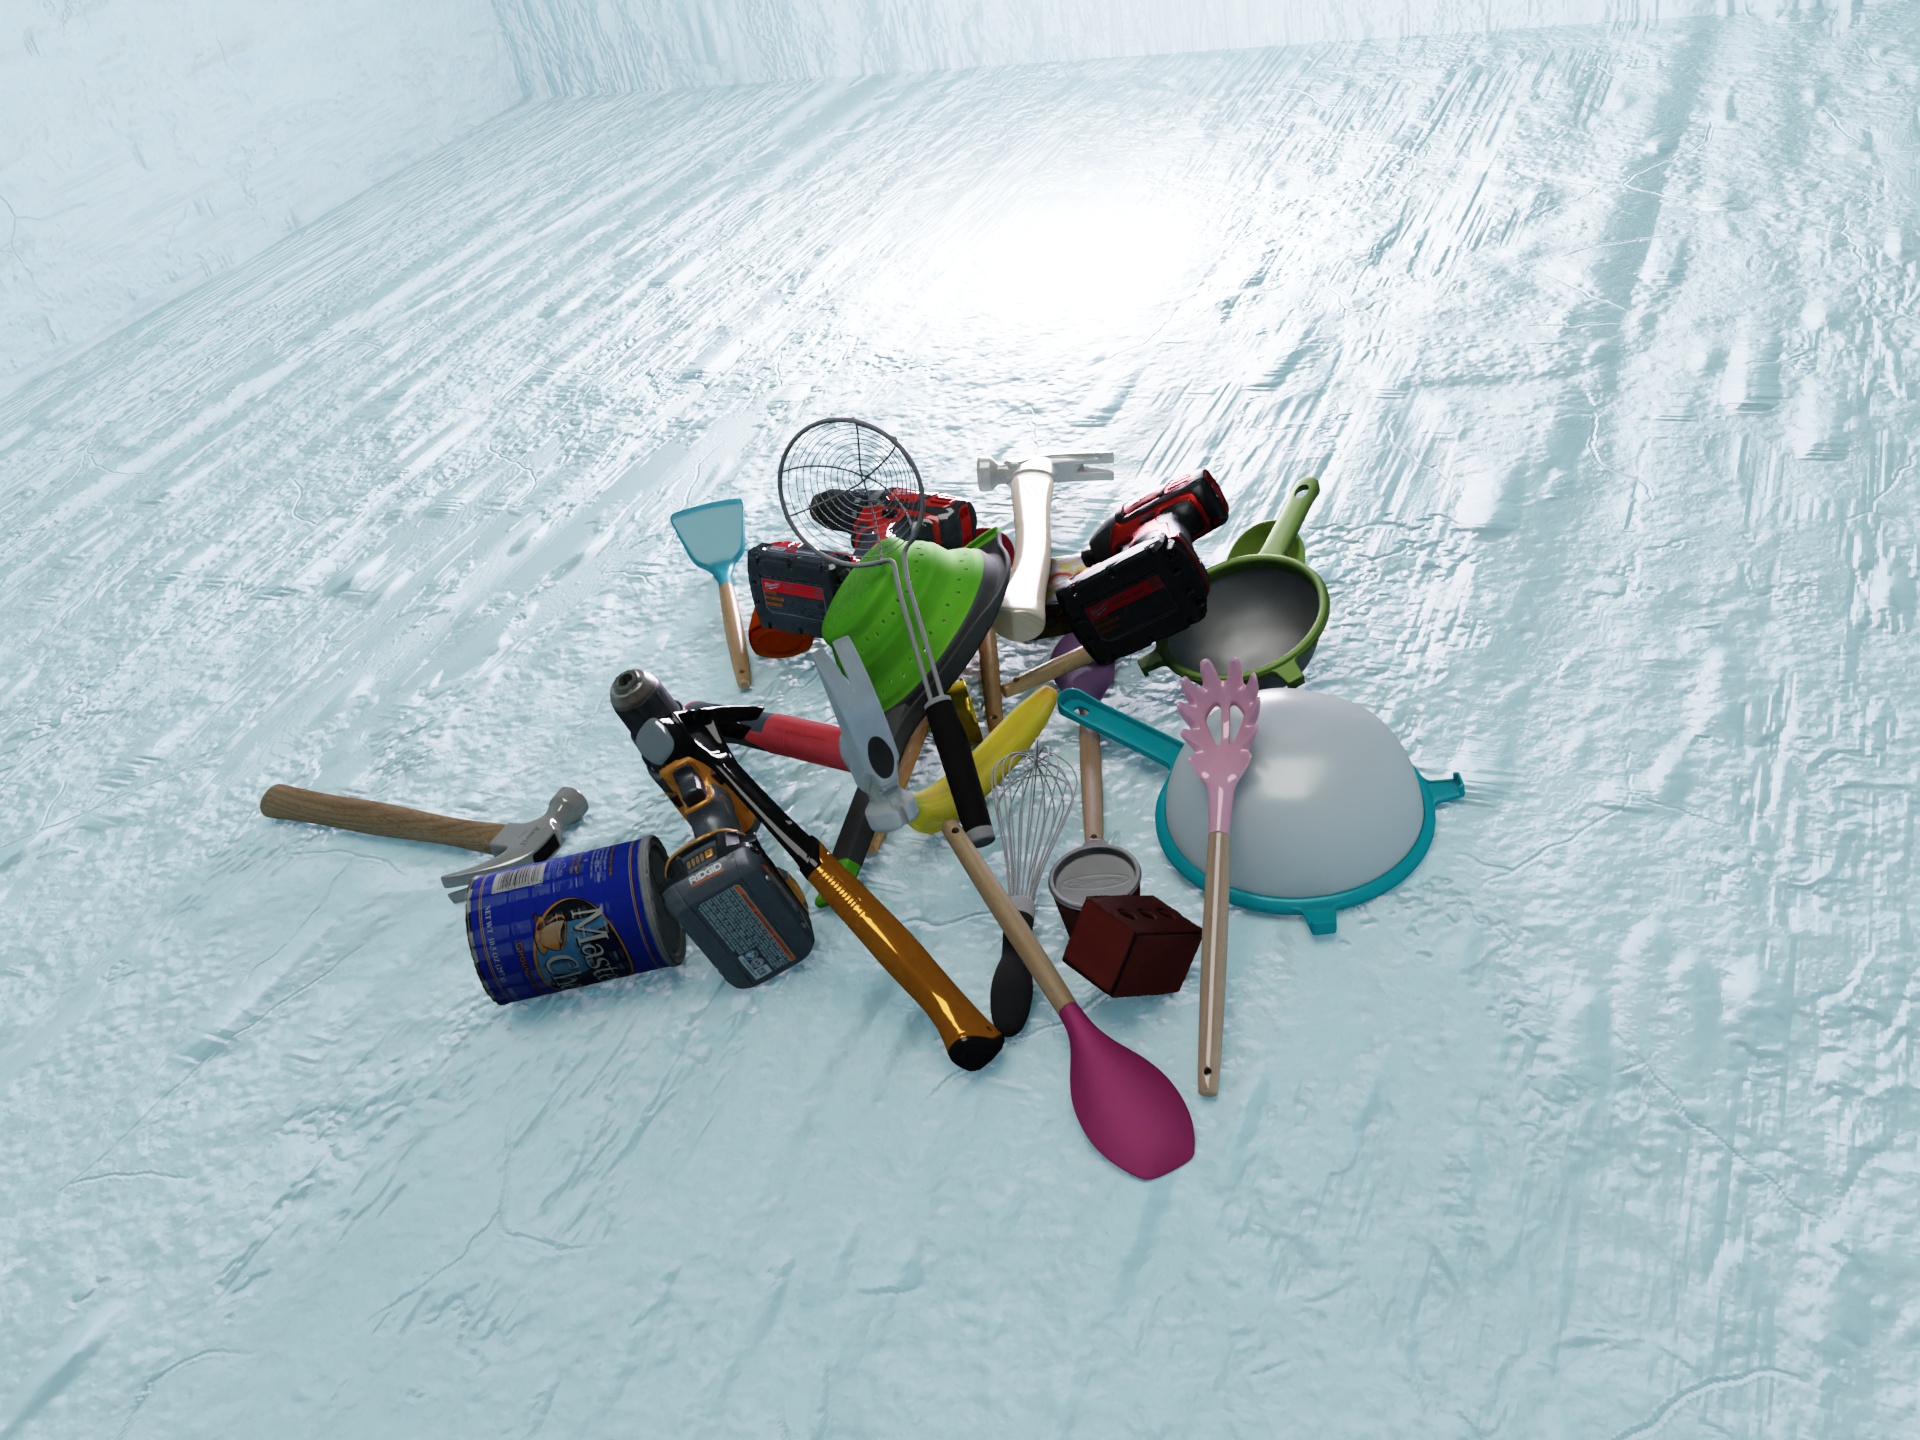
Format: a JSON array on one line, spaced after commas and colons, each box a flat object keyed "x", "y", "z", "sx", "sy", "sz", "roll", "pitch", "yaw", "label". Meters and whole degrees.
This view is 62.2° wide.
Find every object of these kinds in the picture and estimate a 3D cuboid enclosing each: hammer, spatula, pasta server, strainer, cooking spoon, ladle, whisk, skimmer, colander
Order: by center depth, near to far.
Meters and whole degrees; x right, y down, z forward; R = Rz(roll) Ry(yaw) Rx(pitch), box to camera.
[{"x": 0.061, "y": 0.180, "z": 1.095, "sx": 0.069, "sy": 0.017, "sz": 0.319, "roll": -22, "pitch": 49, "yaw": -15, "label": "cooking spoon"}, {"x": 0.176, "y": 0.101, "z": 1.101, "sx": 0.060, "sy": 0.040, "sz": 0.316, "roll": -3, "pitch": 60, "yaw": 19, "label": "pasta server"}, {"x": -0.088, "y": 0.114, "z": 1.137, "sx": 0.337, "sy": 0.034, "sz": 0.127, "roll": 46, "pitch": 24, "yaw": 17, "label": "hammer"}, {"x": 0.046, "y": 0.120, "z": 1.200, "sx": 0.070, "sy": 0.070, "sz": 0.285, "roll": -4, "pitch": 42, "yaw": 12, "label": "whisk"}, {"x": 0.204, "y": 0.016, "z": 1.235, "sx": 0.341, "sy": 0.095, "sz": 0.211, "roll": 27, "pitch": 52, "yaw": 36, "label": "strainer"}, {"x": -0.052, "y": -0.071, "z": 1.252, "sx": 0.127, "sy": 0.090, "sz": 0.364, "roll": -30, "pitch": 64, "yaw": 28, "label": "skimmer"}, {"x": -0.155, "y": -0.003, "z": 1.289, "sx": 0.038, "sy": 0.143, "sz": 0.386, "roll": -27, "pitch": 17, "yaw": -25, "label": "hammer"}, {"x": -0.077, "y": -0.028, "z": 1.340, "sx": 0.204, "sy": 0.094, "sz": 0.397, "roll": -32, "pitch": 31, "yaw": 48, "label": "colander"}, {"x": 0.107, "y": 0.011, "z": 1.352, "sx": 0.060, "sy": 0.018, "sz": 0.316, "roll": -5, "pitch": 36, "yaw": 6, "label": "spatula"}, {"x": 0.271, "y": -0.107, "z": 1.393, "sx": 0.151, "sy": 0.069, "sz": 0.256, "roll": 6, "pitch": 51, "yaw": 34, "label": "strainer"}, {"x": -0.040, "y": -0.007, "z": 1.401, "sx": 0.081, "sy": 0.041, "sz": 0.323, "roll": -41, "pitch": 20, "yaw": 41, "label": "spatula"}, {"x": -0.500, "y": 0.094, "z": 1.423, "sx": 0.331, "sy": 0.031, "sz": 0.130, "roll": 6, "pitch": 40, "yaw": 25, "label": "hammer"}, {"x": 0.174, "y": -0.097, "z": 1.430, "sx": 0.320, "sy": 0.062, "sz": 0.078, "roll": -24, "pitch": 41, "yaw": -18, "label": "ladle"}, {"x": 0.026, "y": -0.086, "z": 1.502, "sx": 0.069, "sy": 0.031, "sz": 0.316, "roll": -12, "pitch": 38, "yaw": 7, "label": "ladle"}, {"x": 0.078, "y": -0.177, "z": 1.527, "sx": 0.146, "sy": 0.038, "sz": 0.411, "roll": -2, "pitch": 28, "yaw": 5, "label": "hammer"}, {"x": -0.242, "y": -0.131, "z": 1.630, "sx": 0.082, "sy": 0.044, "sz": 0.318, "roll": -14, "pitch": 37, "yaw": -6, "label": "spatula"}]

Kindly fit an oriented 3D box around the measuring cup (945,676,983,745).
[{"x": -0.002, "y": -0.004, "z": 1.325, "sx": 0.029, "sy": 0.062, "sz": 0.156, "roll": -18, "pitch": 0, "yaw": 1, "label": "measuring cup"}]

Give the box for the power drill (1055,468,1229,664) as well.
[{"x": 0.158, "y": -0.141, "z": 1.398, "sx": 0.143, "sy": 0.078, "sz": 0.220, "roll": -25, "pitch": 19, "yaw": 25, "label": "power drill"}]

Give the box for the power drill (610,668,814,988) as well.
[{"x": -0.200, "y": 0.074, "z": 1.228, "sx": 0.084, "sy": 0.185, "sz": 0.226, "roll": -29, "pitch": 40, "yaw": 0, "label": "power drill"}]

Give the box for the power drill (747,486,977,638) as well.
[{"x": -0.114, "y": -0.169, "z": 1.555, "sx": 0.188, "sy": 0.080, "sz": 0.227, "roll": 12, "pitch": 35, "yaw": 30, "label": "power drill"}]
